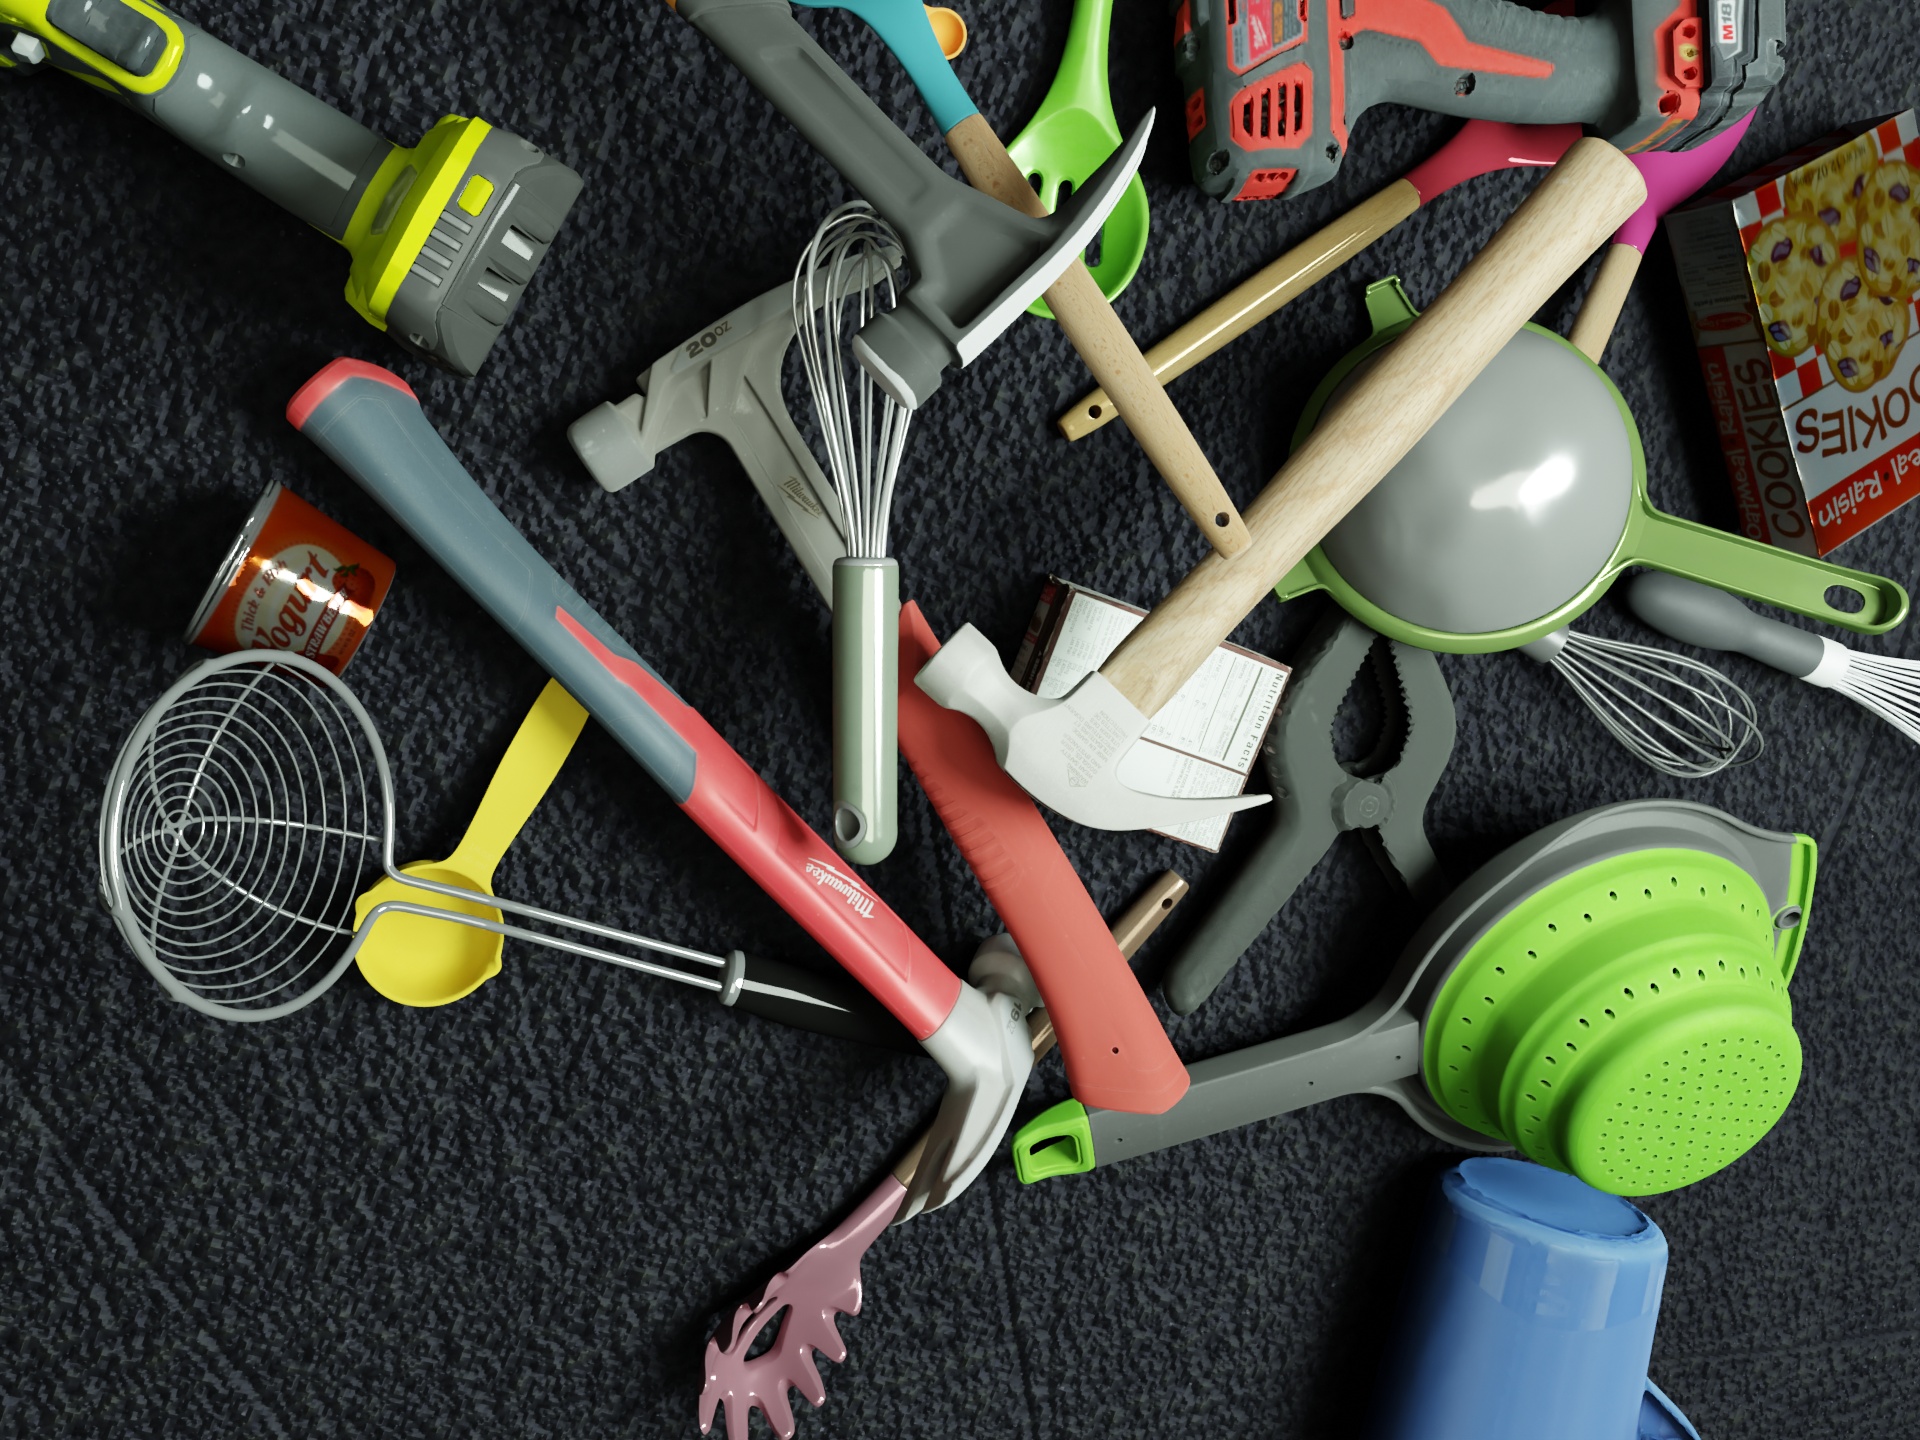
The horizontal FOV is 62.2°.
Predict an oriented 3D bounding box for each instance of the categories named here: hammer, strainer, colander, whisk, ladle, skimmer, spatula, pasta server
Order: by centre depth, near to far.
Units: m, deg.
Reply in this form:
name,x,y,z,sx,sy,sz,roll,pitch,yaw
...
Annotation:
name,x,y,z,sx,sy,sz,roll,pitch,yaw
hammer,-0.089,-0.267,0.545,0.127,0.034,0.337,-44,88,-2
spatula,0.016,-0.194,0.587,0.082,0.044,0.317,-33,92,-2
whisk,-0.035,-0.067,0.594,0.059,0.058,0.246,-9,102,-49
skimmer,-0.131,0.080,0.606,0.363,0.090,0.127,20,64,-26
hammer,0.141,-0.091,0.608,0.130,0.031,0.331,43,89,-1
hammer,-0.113,0.022,0.613,0.038,0.143,0.386,-34,106,36
hammer,-0.001,-0.002,0.639,0.149,0.037,0.359,-31,96,-2
strainer,0.262,-0.088,0.648,0.256,0.069,0.151,20,86,11
ladle,0.173,-0.211,0.682,0.315,0.031,0.069,-35,98,-4
colander,0.222,0.164,0.705,0.397,0.095,0.204,-15,125,-6
pasta server,-0.004,0.189,0.709,0.316,0.040,0.060,-47,120,-3
whisk,0.272,-0.037,0.731,0.239,0.055,0.055,27,93,-14
whisk,0.444,-0.018,0.774,0.284,0.070,0.070,18,96,-11

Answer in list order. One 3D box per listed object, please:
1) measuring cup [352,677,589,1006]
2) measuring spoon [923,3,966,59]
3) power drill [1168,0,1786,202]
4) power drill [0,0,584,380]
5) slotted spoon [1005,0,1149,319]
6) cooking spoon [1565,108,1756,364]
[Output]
name,x,y,z,sx,sy,sz,roll,pitch,yaw
measuring cup,-0.190,0.041,0.645,0.062,0.029,0.156,32,80,-21
measuring spoon,-0.050,-0.292,0.620,0.117,0.011,0.021,26,91,-14
power drill,0.195,-0.308,0.631,0.226,0.080,0.188,-4,93,-1
power drill,-0.240,-0.200,0.507,0.223,0.171,0.080,29,93,-21
slotted spoon,0.060,-0.316,0.633,0.070,0.031,0.314,9,96,-1
cooking spoon,0.285,-0.184,0.704,0.068,0.017,0.319,26,86,-17
